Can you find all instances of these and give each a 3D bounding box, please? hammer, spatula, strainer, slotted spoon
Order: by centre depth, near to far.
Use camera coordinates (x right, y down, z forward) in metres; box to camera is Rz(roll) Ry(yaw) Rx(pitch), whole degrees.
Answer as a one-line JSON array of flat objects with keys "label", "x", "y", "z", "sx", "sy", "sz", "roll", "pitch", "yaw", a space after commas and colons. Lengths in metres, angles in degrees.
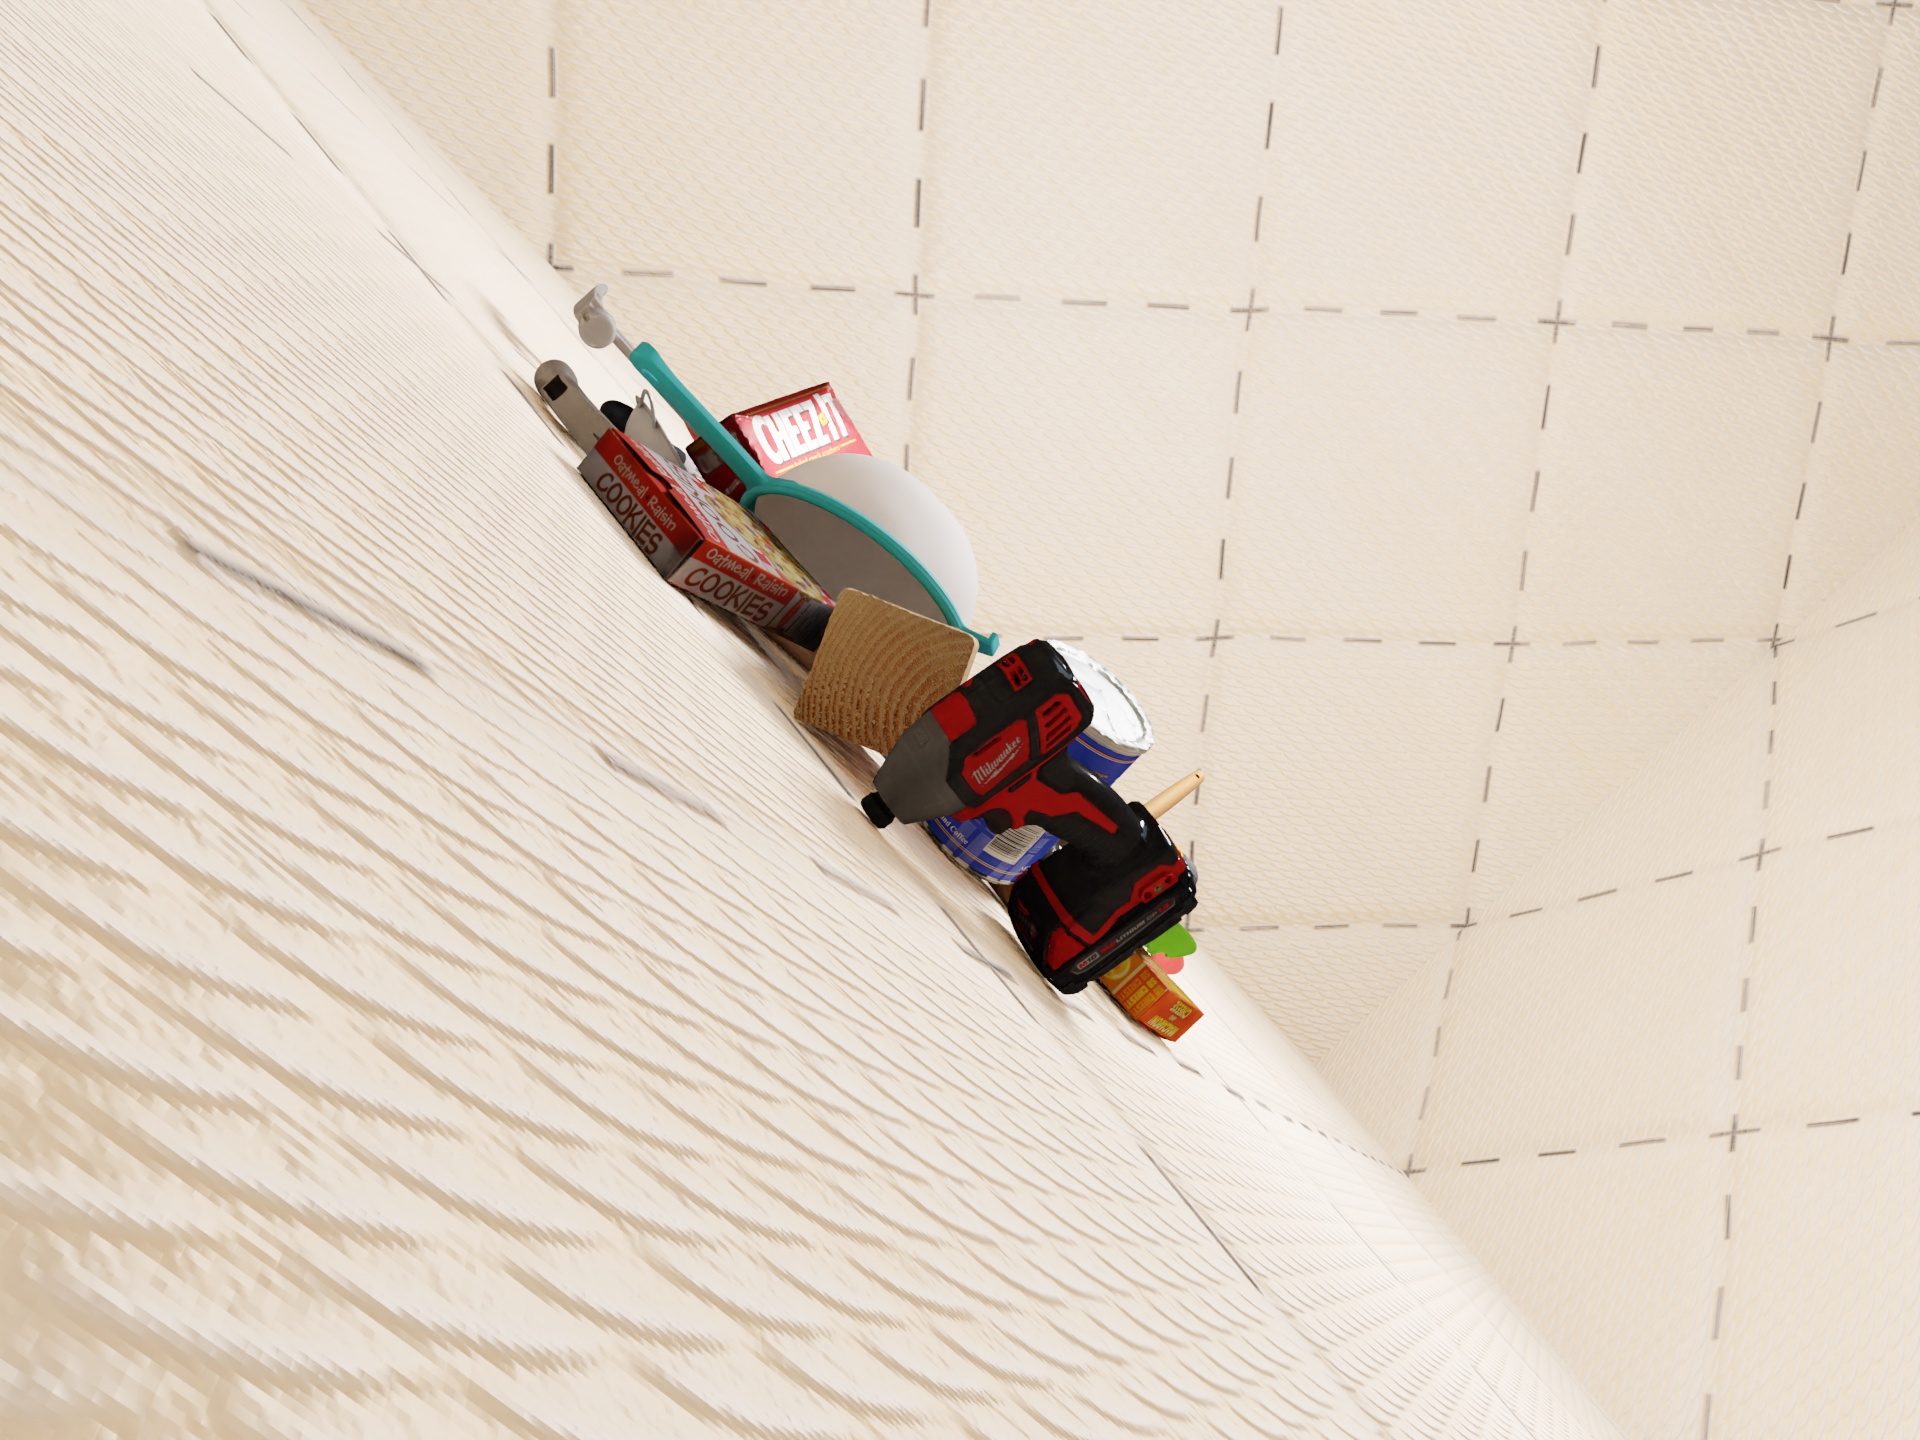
[{"label": "strainer", "x": -0.104, "y": -0.179, "z": 1.216, "sx": 0.340, "sy": 0.095, "sz": 0.211, "roll": 46, "pitch": -23, "yaw": -21}, {"label": "hammer", "x": -0.195, "y": -0.140, "z": 1.222, "sx": 0.331, "sy": 0.031, "sz": 0.130, "roll": 46, "pitch": 3, "yaw": -35}, {"label": "slotted spoon", "x": 0.158, "y": 0.176, "z": 1.298, "sx": 0.070, "sy": 0.031, "sz": 0.313, "roll": 29, "pitch": -5, "yaw": 12}, {"label": "spatula", "x": 0.145, "y": 0.089, "z": 1.355, "sx": 0.081, "sy": 0.041, "sz": 0.322, "roll": 45, "pitch": 34, "yaw": 12}, {"label": "strainer", "x": -0.245, "y": -0.211, "z": 1.414, "sx": 0.087, "sy": 0.050, "sz": 0.258, "roll": 53, "pitch": -1, "yaw": 24}, {"label": "hammer", "x": -0.220, "y": -0.246, "z": 1.461, "sx": 0.358, "sy": 0.036, "sz": 0.149, "roll": 48, "pitch": 7, "yaw": -25}, {"label": "hammer", "x": 0.223, "y": 0.247, "z": 2.075, "sx": 0.143, "sy": 0.038, "sz": 0.386, "roll": 45, "pitch": 3, "yaw": -7}]

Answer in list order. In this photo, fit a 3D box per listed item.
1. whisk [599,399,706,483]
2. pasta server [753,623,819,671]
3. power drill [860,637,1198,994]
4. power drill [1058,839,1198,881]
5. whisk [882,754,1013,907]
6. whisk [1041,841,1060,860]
[{"label": "whisk", "x": -0.247, "y": -0.229, "z": 1.521, "sx": 0.070, "sy": 0.070, "sz": 0.284, "roll": 49, "pitch": 8, "yaw": 37}, {"label": "pasta server", "x": -0.105, "y": -0.049, "z": 1.241, "sx": 0.060, "sy": 0.040, "sz": 0.315, "roll": 39, "pitch": -2, "yaw": 39}, {"label": "power drill", "x": 0.042, "y": 0.063, "z": 0.954, "sx": 0.219, "sy": 0.143, "sz": 0.079, "roll": 53, "pitch": 2, "yaw": -40}, {"label": "power drill", "x": 0.093, "y": 0.101, "z": 1.454, "sx": 0.226, "sy": 0.084, "sz": 0.164, "roll": 39, "pitch": -17, "yaw": -31}, {"label": "whisk", "x": -0.013, "y": 0.051, "z": 1.180, "sx": 0.245, "sy": 0.051, "sz": 0.047, "roll": 52, "pitch": -1, "yaw": 31}, {"label": "whisk", "x": 0.055, "y": 0.046, "z": 1.244, "sx": 0.073, "sy": 0.073, "sz": 0.296, "roll": 46, "pitch": 21, "yaw": -29}]
